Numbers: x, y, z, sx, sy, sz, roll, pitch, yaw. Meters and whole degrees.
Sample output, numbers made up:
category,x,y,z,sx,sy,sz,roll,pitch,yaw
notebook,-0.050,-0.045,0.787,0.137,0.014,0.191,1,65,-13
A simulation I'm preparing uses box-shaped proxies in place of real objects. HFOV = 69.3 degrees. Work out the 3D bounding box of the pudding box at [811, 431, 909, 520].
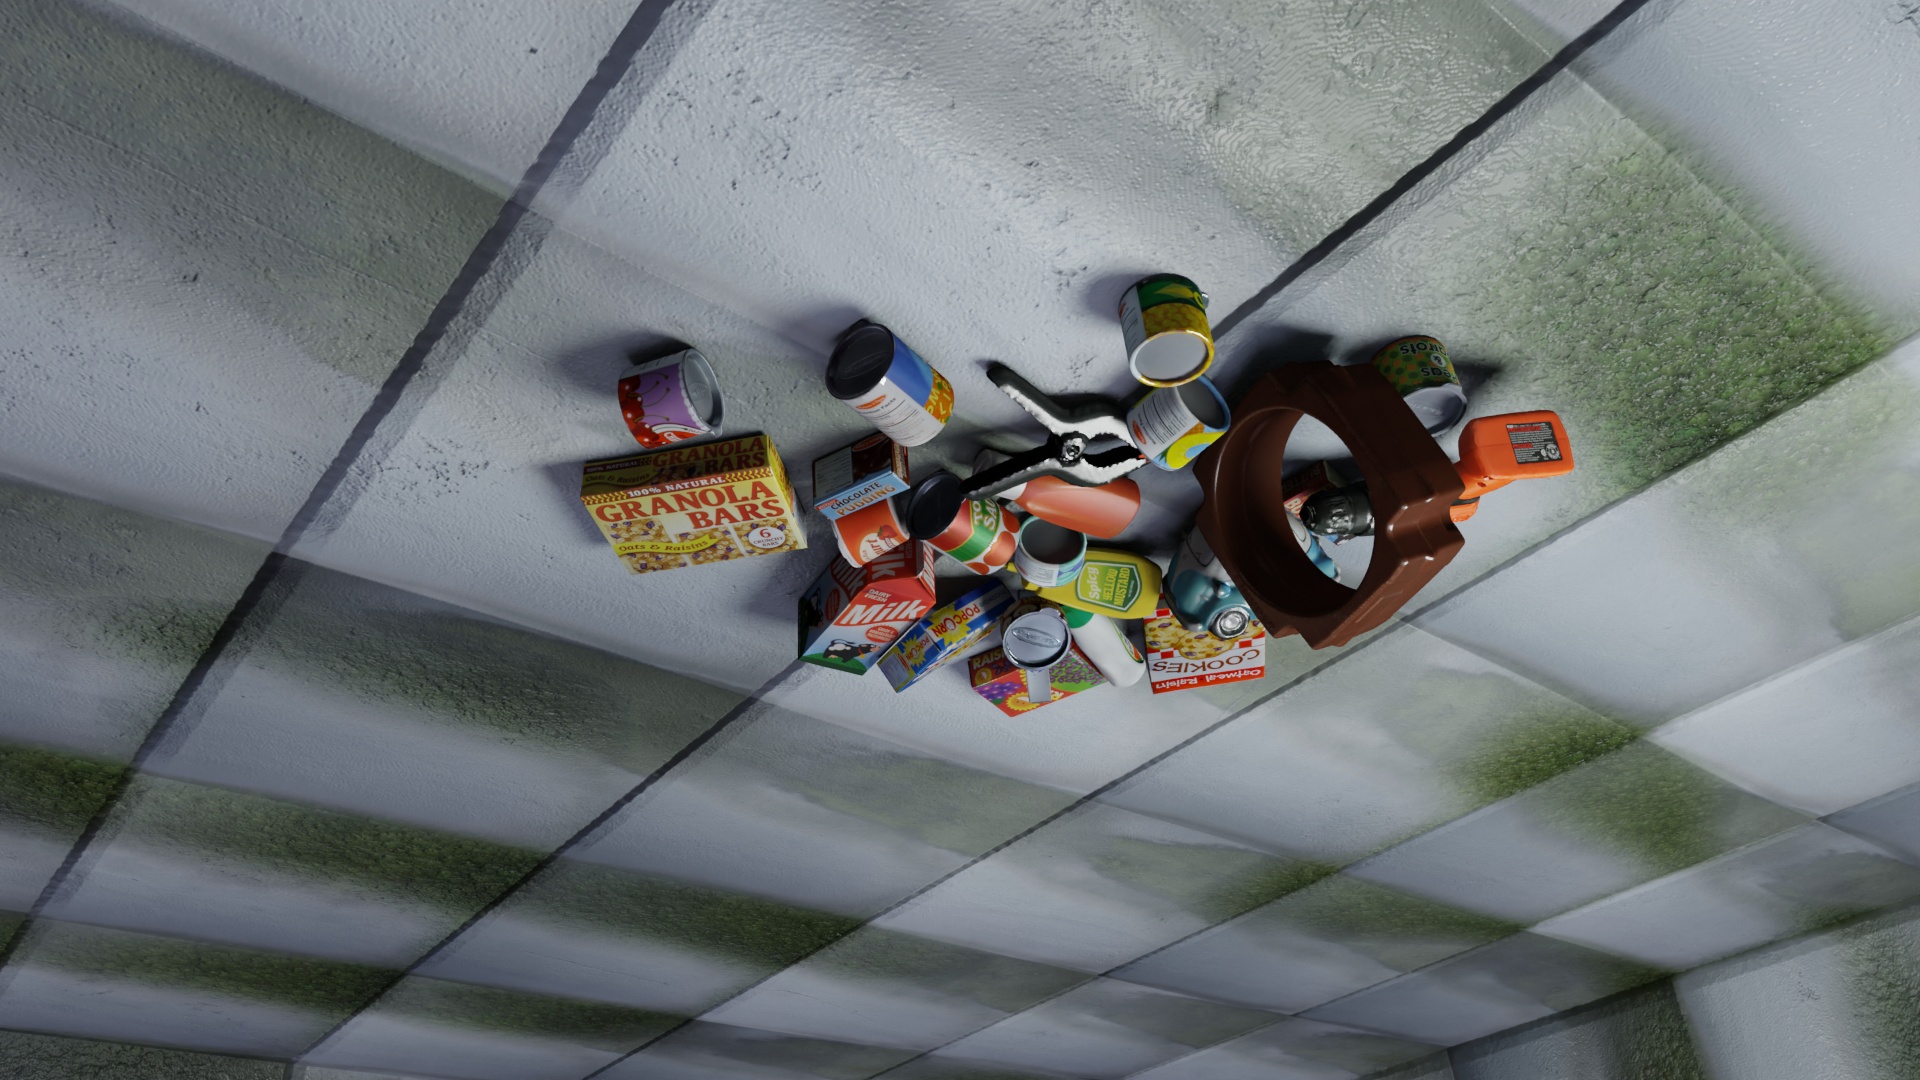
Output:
category,x,y,z,sx,sy,sz,roll,pitch,yaw
pudding box,-0.085,-0.056,1.185,0.083,0.050,0.030,-22,142,22

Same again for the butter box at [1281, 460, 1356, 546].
category,x,y,z,sx,sy,sz,roll,pitch,yaw
butter box,0.343,-0.034,1.289,0.053,0.024,0.103,-33,136,32

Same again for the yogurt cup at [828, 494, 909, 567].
category,x,y,z,sx,sy,sz,roll,pitch,yaw
yogurt cup,-0.080,-0.016,1.229,0.054,0.073,0.072,-22,141,9

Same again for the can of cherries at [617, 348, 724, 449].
category,x,y,z,sx,sy,sz,roll,pitch,yaw
can of cherries,-0.224,-0.107,1.079,0.058,0.072,0.071,-15,143,14

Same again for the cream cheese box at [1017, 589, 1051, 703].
category,x,y,z,sx,sy,sz,roll,pitch,yaw
cream cheese box,0.074,0.106,1.391,0.024,0.053,0.103,-7,117,1

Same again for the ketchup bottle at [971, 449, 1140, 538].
category,x,y,z,sx,sy,sz,roll,pitch,yaw
ketchup bottle,0.083,-0.044,1.227,0.149,0.044,0.064,15,139,-25

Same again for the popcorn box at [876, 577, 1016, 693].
category,x,y,z,sx,sy,sz,roll,pitch,yaw
popcorn box,-0.011,0.091,1.348,0.127,0.038,0.084,-28,167,-47

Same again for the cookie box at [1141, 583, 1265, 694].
category,x,y,z,sx,sy,sz,roll,pitch,yaw
cookie box,0.252,0.095,1.443,0.123,0.040,0.166,-9,143,5

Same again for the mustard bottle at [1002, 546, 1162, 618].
category,x,y,z,sx,sy,sz,roll,pitch,yaw
mustard bottle,0.110,0.035,1.322,0.160,0.065,0.049,9,-176,-13

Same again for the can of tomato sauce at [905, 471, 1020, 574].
category,x,y,z,sx,sy,sz,roll,pitch,yaw
can of tomato sauce,0.004,-0.016,1.238,0.071,0.071,0.083,-29,138,29

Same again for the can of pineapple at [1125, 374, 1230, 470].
category,x,y,z,sx,sy,sz,roll,pitch,yaw
can of pineapple,0.180,-0.100,1.144,0.071,0.071,0.057,20,137,-31

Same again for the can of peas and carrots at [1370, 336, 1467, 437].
category,x,y,z,sx,sy,sz,roll,pitch,yaw
can of peas and carrots,0.374,-0.126,1.137,0.071,0.059,0.070,-4,143,-3

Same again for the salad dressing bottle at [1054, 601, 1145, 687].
category,x,y,z,sx,sy,sz,roll,pitch,yaw
salad dressing bottle,0.138,0.094,1.413,0.044,0.064,0.147,-37,130,6

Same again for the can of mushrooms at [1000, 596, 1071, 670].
category,x,y,z,sx,sy,sz,roll,pitch,yaw
can of mushrooms,0.073,0.087,1.331,0.071,0.033,0.070,-2,116,-4

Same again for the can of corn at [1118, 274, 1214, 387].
category,x,y,z,sx,sy,sz,roll,pitch,yaw
can of corn,0.160,-0.160,1.064,0.071,0.058,0.070,-3,144,-2

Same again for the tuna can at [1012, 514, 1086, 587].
category,x,y,z,sx,sy,sz,roll,pitch,yaw
tuna can,0.084,0.006,1.280,0.071,0.071,0.032,-1,143,-5

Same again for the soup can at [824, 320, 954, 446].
category,x,y,z,sx,sy,sz,roll,pitch,yaw
soup can,-0.054,-0.122,1.083,0.071,0.071,0.083,-25,144,25

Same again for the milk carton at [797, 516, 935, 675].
category,x,y,z,sx,sy,sz,roll,pitch,yaw
milk carton,-0.081,0.048,1.308,0.073,0.073,0.189,17,139,-26

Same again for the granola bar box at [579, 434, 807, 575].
category,x,y,z,sx,sy,sz,roll,pitch,yaw
granola bar box,-0.229,-0.030,1.212,0.165,0.039,0.123,-9,145,5

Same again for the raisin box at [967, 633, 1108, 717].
category,x,y,z,sx,sy,sz,roll,pitch,yaw
raisin box,0.083,0.138,1.482,0.123,0.040,0.086,-24,140,23
